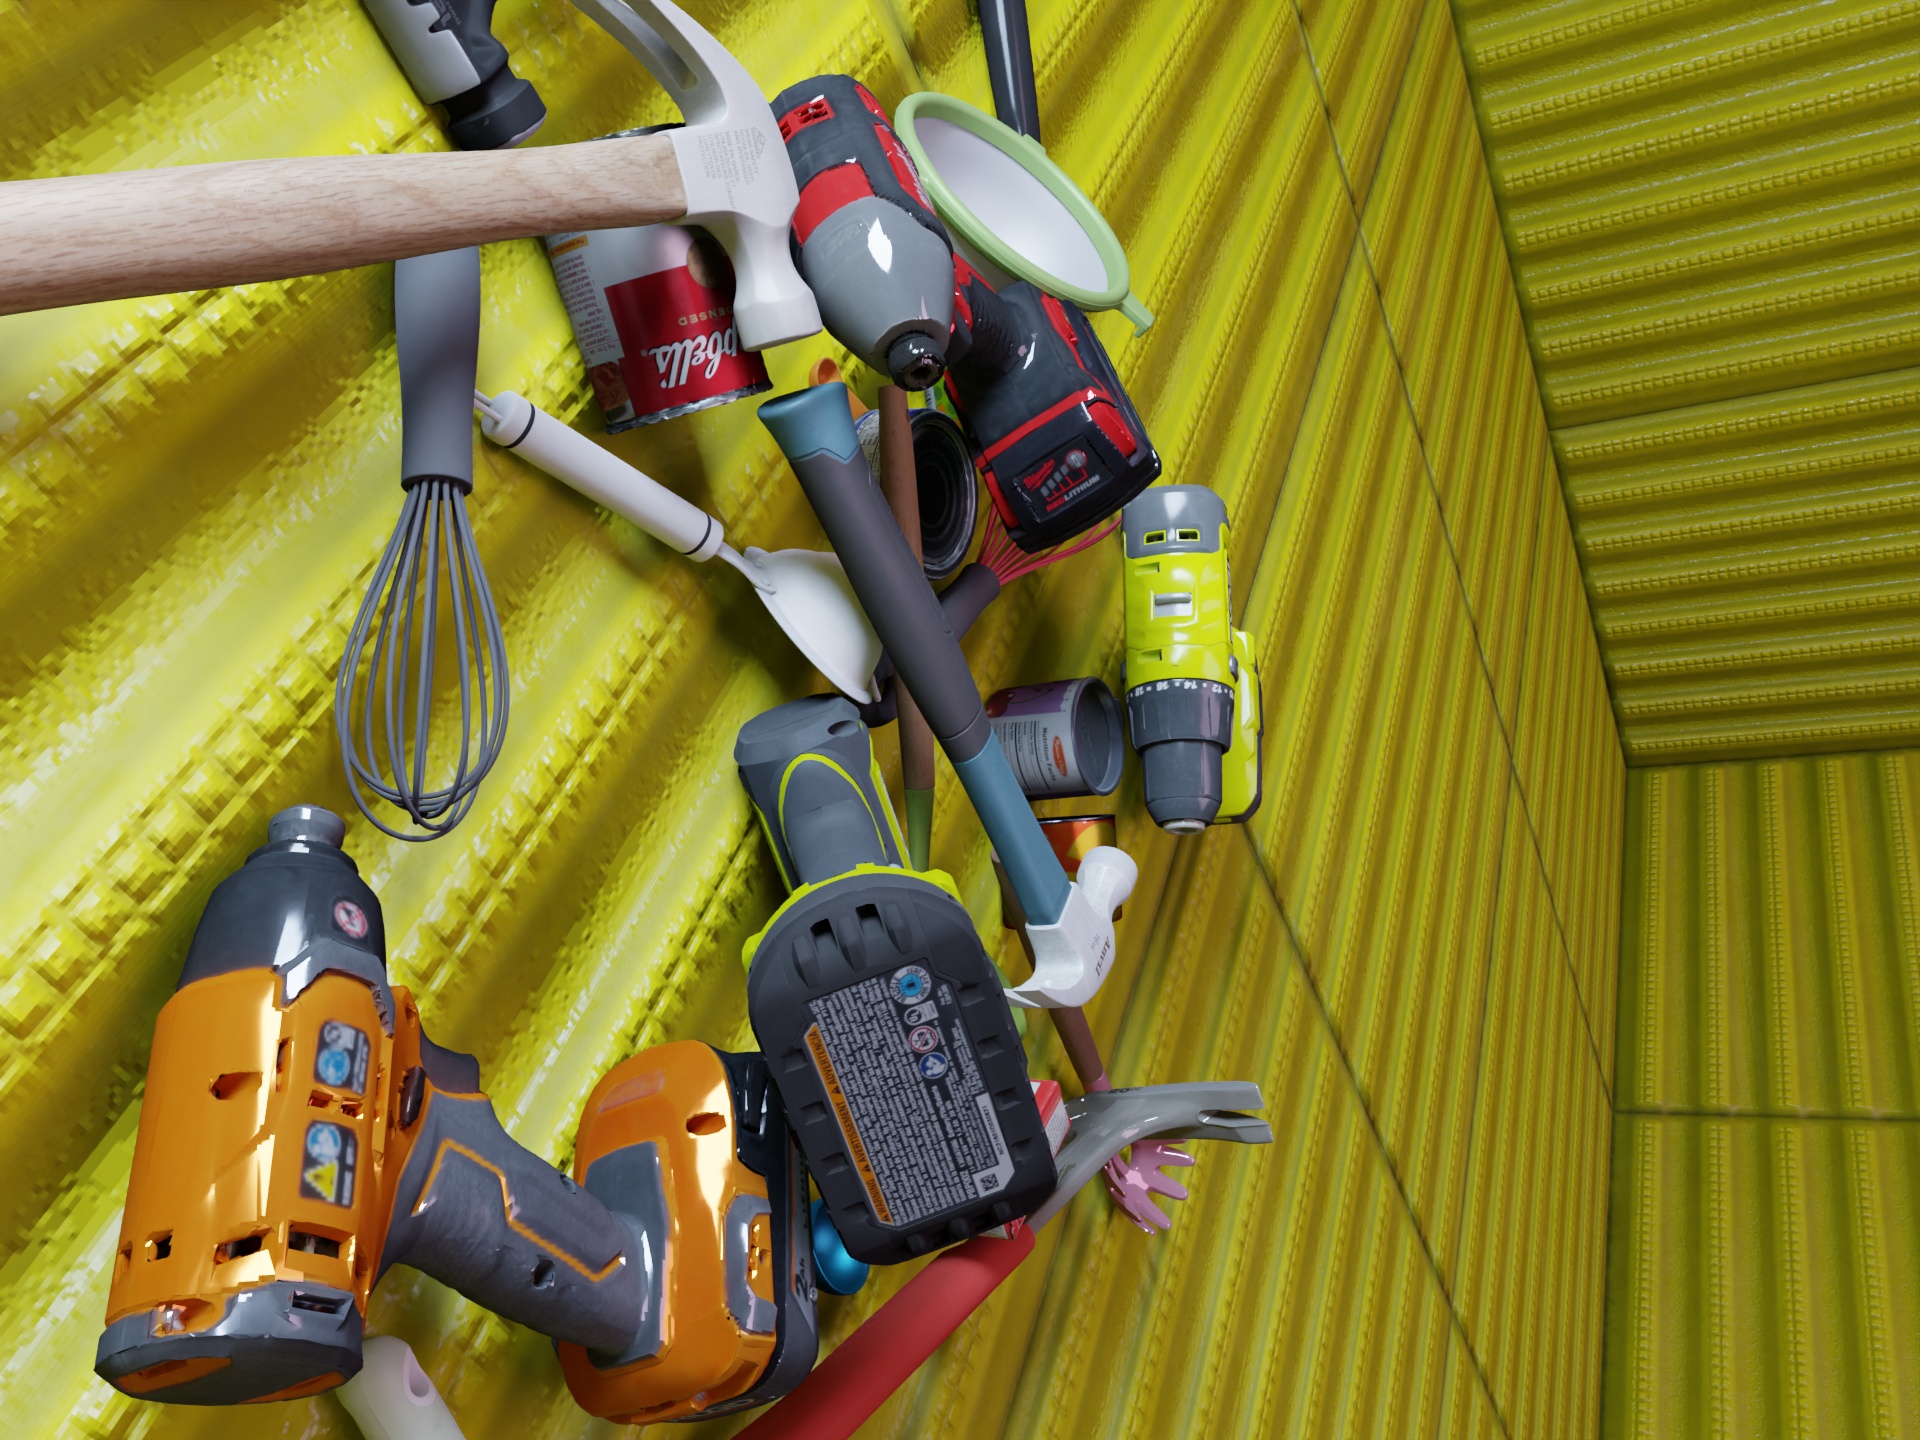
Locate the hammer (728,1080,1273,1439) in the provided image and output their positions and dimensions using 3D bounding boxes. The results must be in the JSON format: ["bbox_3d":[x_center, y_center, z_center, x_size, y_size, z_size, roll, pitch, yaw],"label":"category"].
[{"bbox_3d":[0.000,0.249,0.691,0.359,0.149,0.036,-25,99,-53],"label":"hammer"}]

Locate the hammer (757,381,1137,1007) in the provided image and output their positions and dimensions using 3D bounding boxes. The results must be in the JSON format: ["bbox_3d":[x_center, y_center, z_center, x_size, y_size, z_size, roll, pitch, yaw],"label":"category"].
[{"bbox_3d":[-0.001,-0.002,0.697,0.330,0.033,0.128,63,34,-30],"label":"hammer"}]

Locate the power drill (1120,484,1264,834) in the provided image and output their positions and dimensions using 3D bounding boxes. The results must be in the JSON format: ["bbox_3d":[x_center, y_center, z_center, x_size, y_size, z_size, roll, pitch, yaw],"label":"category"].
[{"bbox_3d":[0.137,-0.010,0.948,0.228,0.080,0.191,52,36,-69],"label":"power drill"}]

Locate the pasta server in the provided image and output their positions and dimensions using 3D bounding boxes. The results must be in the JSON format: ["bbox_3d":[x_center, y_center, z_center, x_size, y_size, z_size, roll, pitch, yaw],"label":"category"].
[{"bbox_3d":[0.072,0.180,0.874,0.060,0.040,0.315,-51,137,-32],"label":"pasta server"}]

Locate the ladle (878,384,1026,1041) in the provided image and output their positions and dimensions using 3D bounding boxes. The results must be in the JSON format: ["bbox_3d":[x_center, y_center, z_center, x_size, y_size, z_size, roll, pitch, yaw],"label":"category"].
[{"bbox_3d":[-0.009,0.005,0.745,0.078,0.062,0.320,-39,126,-75],"label":"ladle"}]

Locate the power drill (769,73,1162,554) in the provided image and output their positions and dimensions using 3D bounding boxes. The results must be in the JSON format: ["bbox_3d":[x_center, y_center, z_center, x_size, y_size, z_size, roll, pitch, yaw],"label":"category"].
[{"bbox_3d":[0.001,-0.164,0.686,0.219,0.078,0.143,31,33,-56],"label":"power drill"}]

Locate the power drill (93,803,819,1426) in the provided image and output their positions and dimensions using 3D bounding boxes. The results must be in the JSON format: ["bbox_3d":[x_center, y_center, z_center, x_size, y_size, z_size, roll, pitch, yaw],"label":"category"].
[{"bbox_3d":[-0.142,0.128,0.493,0.226,0.084,0.164,37,37,-48],"label":"power drill"}]

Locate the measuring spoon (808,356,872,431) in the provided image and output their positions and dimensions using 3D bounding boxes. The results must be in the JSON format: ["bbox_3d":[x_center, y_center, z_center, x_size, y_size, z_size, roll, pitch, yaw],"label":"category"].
[{"bbox_3d":[-0.046,-0.139,0.794,0.116,0.011,0.021,50,51,-49],"label":"measuring spoon"}]

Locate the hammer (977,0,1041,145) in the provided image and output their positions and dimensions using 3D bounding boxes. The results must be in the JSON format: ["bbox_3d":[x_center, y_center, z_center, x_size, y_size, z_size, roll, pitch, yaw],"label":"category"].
[{"bbox_3d":[0.034,-0.342,0.945,0.146,0.035,0.335,-14,97,-61],"label":"hammer"}]

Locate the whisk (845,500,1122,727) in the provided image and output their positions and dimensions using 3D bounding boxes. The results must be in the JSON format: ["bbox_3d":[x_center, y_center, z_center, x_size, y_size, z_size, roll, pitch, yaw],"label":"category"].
[{"bbox_3d":[0.019,-0.085,0.853,0.296,0.073,0.073,-50,128,-43],"label":"whisk"}]

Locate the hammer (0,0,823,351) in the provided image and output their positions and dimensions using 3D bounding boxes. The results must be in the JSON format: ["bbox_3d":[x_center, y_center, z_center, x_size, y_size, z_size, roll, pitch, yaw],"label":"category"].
[{"bbox_3d":[-0.175,-0.155,0.473,0.331,0.031,0.130,-26,107,-45],"label":"hammer"}]

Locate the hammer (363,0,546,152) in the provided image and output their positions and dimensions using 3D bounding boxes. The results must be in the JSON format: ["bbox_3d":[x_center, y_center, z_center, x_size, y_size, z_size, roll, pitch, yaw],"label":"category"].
[{"bbox_3d":[-0.141,-0.359,0.643,0.127,0.034,0.337,62,36,-34],"label":"hammer"}]

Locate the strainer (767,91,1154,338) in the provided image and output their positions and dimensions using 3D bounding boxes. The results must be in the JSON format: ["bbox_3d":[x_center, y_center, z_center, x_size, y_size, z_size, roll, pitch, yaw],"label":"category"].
[{"bbox_3d":[-0.025,-0.251,0.795,0.256,0.069,0.152,0,55,-45],"label":"strainer"}]

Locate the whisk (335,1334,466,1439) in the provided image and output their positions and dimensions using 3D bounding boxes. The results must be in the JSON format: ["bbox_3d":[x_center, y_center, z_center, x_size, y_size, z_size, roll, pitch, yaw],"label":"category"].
[{"bbox_3d":[-0.139,0.298,0.515,0.058,0.059,0.246,-124,-168,-72],"label":"whisk"}]

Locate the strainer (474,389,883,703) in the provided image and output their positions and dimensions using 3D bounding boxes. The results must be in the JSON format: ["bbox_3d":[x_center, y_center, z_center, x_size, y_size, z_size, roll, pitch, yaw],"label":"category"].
[{"bbox_3d":[-0.098,-0.071,0.645,0.258,0.050,0.087,31,23,-47],"label":"strainer"}]

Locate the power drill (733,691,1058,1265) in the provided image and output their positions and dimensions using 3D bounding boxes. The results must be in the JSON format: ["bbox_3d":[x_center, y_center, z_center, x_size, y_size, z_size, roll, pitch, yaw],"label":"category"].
[{"bbox_3d":[-0.031,0.098,0.615,0.223,0.080,0.171,-120,-169,-72],"label":"power drill"}]

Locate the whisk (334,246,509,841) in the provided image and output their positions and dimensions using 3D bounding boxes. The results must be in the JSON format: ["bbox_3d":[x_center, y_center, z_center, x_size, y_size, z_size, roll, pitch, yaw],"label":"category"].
[{"bbox_3d":[-0.175,-0.079,0.521,0.055,0.055,0.239,21,62,-58],"label":"whisk"}]

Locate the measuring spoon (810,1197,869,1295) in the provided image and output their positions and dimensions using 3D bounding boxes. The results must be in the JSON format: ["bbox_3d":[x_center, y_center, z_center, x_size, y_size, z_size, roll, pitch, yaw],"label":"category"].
[{"bbox_3d":[-0.083,0.203,0.660,0.128,0.021,0.042,45,32,-35],"label":"measuring spoon"}]
